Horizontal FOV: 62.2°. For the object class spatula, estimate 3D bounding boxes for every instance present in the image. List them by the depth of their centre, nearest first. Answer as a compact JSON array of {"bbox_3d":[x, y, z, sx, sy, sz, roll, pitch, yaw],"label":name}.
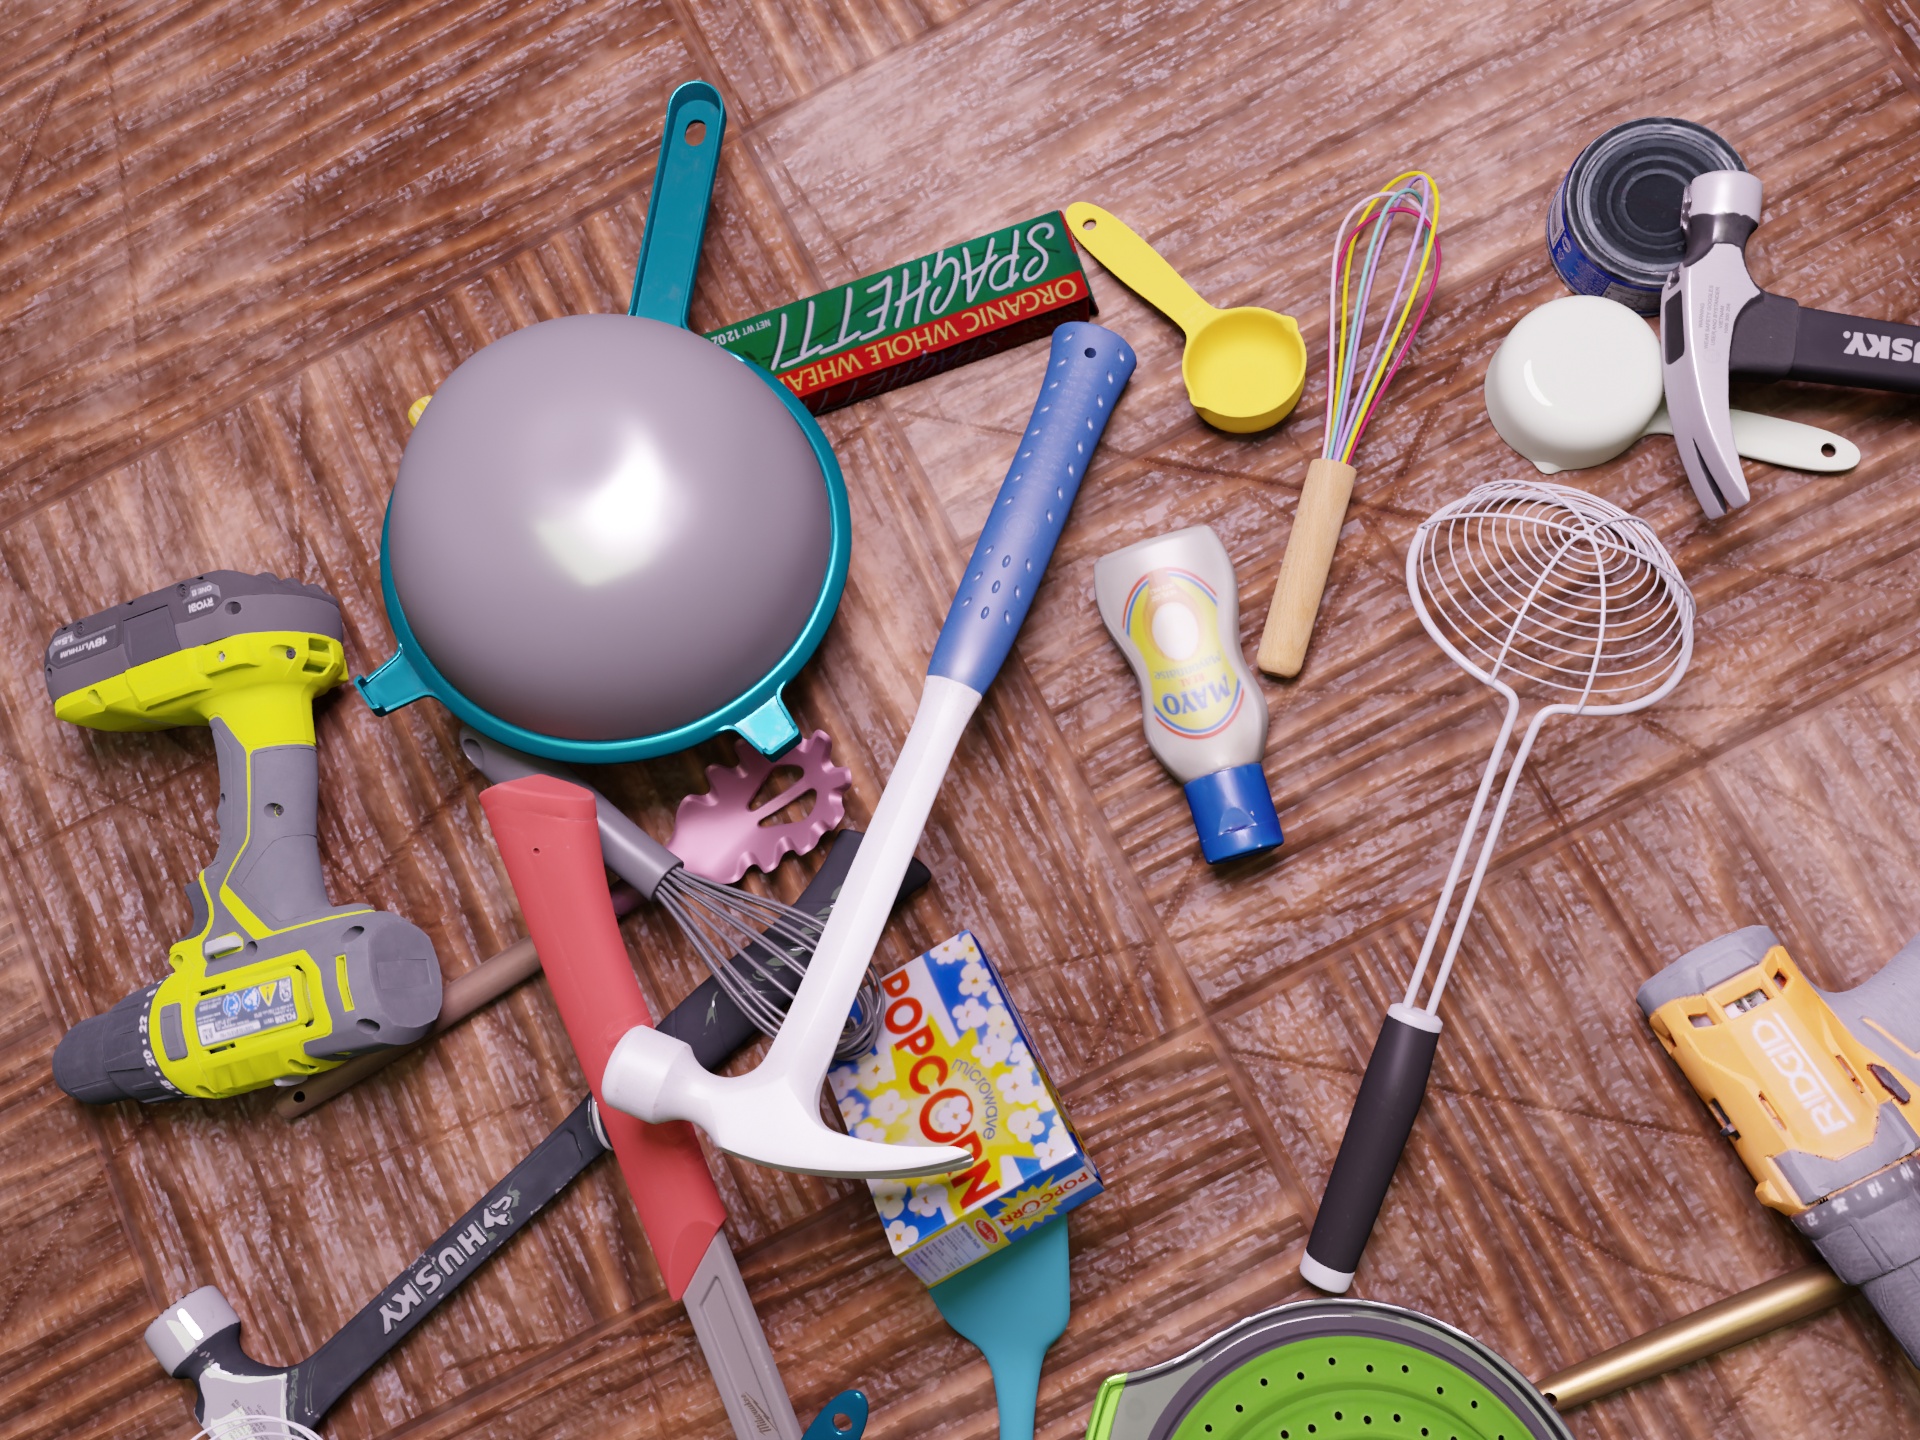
[{"bbox_3d":[0.020,0.355,0.669,0.082,0.044,0.317,-6,81,20],"label":"spatula"}]

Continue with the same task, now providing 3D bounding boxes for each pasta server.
[{"bbox_3d":[-0.187,0.099,0.739,0.316,0.040,0.060,-32,84,2],"label":"pasta server"}]

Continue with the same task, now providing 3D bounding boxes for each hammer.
[{"bbox_3d":[-0.132,0.196,0.673,0.149,0.036,0.359,-22,89,15],"label":"hammer"},{"bbox_3d":[-0.001,-0.002,0.682,0.144,0.035,0.406,19,68,9],"label":"hammer"},{"bbox_3d":[0.473,-0.143,0.687,0.335,0.035,0.146,8,85,1],"label":"hammer"},{"bbox_3d":[-0.173,0.198,0.723,0.409,0.036,0.149,-42,80,-2],"label":"hammer"}]

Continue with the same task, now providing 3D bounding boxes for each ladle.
[{"bbox_3d":[0.376,0.224,0.659,0.315,0.031,0.069,-25,74,4],"label":"ladle"}]

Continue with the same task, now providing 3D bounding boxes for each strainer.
[{"bbox_3d":[-0.147,-0.154,0.693,0.211,0.095,0.340,7,74,3],"label":"strainer"}]

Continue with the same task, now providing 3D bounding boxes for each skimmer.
[{"bbox_3d":[0.217,0.069,0.702,0.127,0.090,0.363,19,93,6],"label":"skimmer"}]

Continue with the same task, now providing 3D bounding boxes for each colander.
[{"bbox_3d":[0.236,0.342,0.594,0.397,0.094,0.205,8,73,10],"label":"colander"}]

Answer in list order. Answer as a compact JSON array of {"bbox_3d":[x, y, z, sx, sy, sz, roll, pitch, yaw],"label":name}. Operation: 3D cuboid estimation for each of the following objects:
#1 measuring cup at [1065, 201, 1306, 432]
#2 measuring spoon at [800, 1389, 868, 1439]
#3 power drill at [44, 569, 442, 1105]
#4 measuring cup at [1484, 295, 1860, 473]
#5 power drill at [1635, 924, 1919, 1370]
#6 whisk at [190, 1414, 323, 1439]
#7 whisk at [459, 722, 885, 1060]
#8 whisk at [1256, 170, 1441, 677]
[{"bbox_3d":[0.104,-0.197,0.766,0.062,0.029,0.157,-40,67,-1],"label":"measuring cup"},{"bbox_3d":[-0.073,0.323,0.640,0.042,0.021,0.128,32,103,9],"label":"measuring spoon"},{"bbox_3d":[-0.351,0.062,0.741,0.190,0.080,0.228,-16,80,15],"label":"power drill"},{"bbox_3d":[0.325,-0.144,0.719,0.167,0.038,0.083,17,83,11],"label":"measuring cup"},{"bbox_3d":[0.417,0.135,0.627,0.226,0.084,0.186,-28,64,4],"label":"power drill"},{"bbox_3d":[-0.207,0.380,0.665,0.284,0.070,0.070,34,86,-6],"label":"whisk"},{"bbox_3d":[-0.130,0.068,0.698,0.239,0.055,0.055,35,86,12],"label":"whisk"},{"bbox_3d":[0.178,-0.138,0.740,0.047,0.051,0.245,14,86,30],"label":"whisk"}]
